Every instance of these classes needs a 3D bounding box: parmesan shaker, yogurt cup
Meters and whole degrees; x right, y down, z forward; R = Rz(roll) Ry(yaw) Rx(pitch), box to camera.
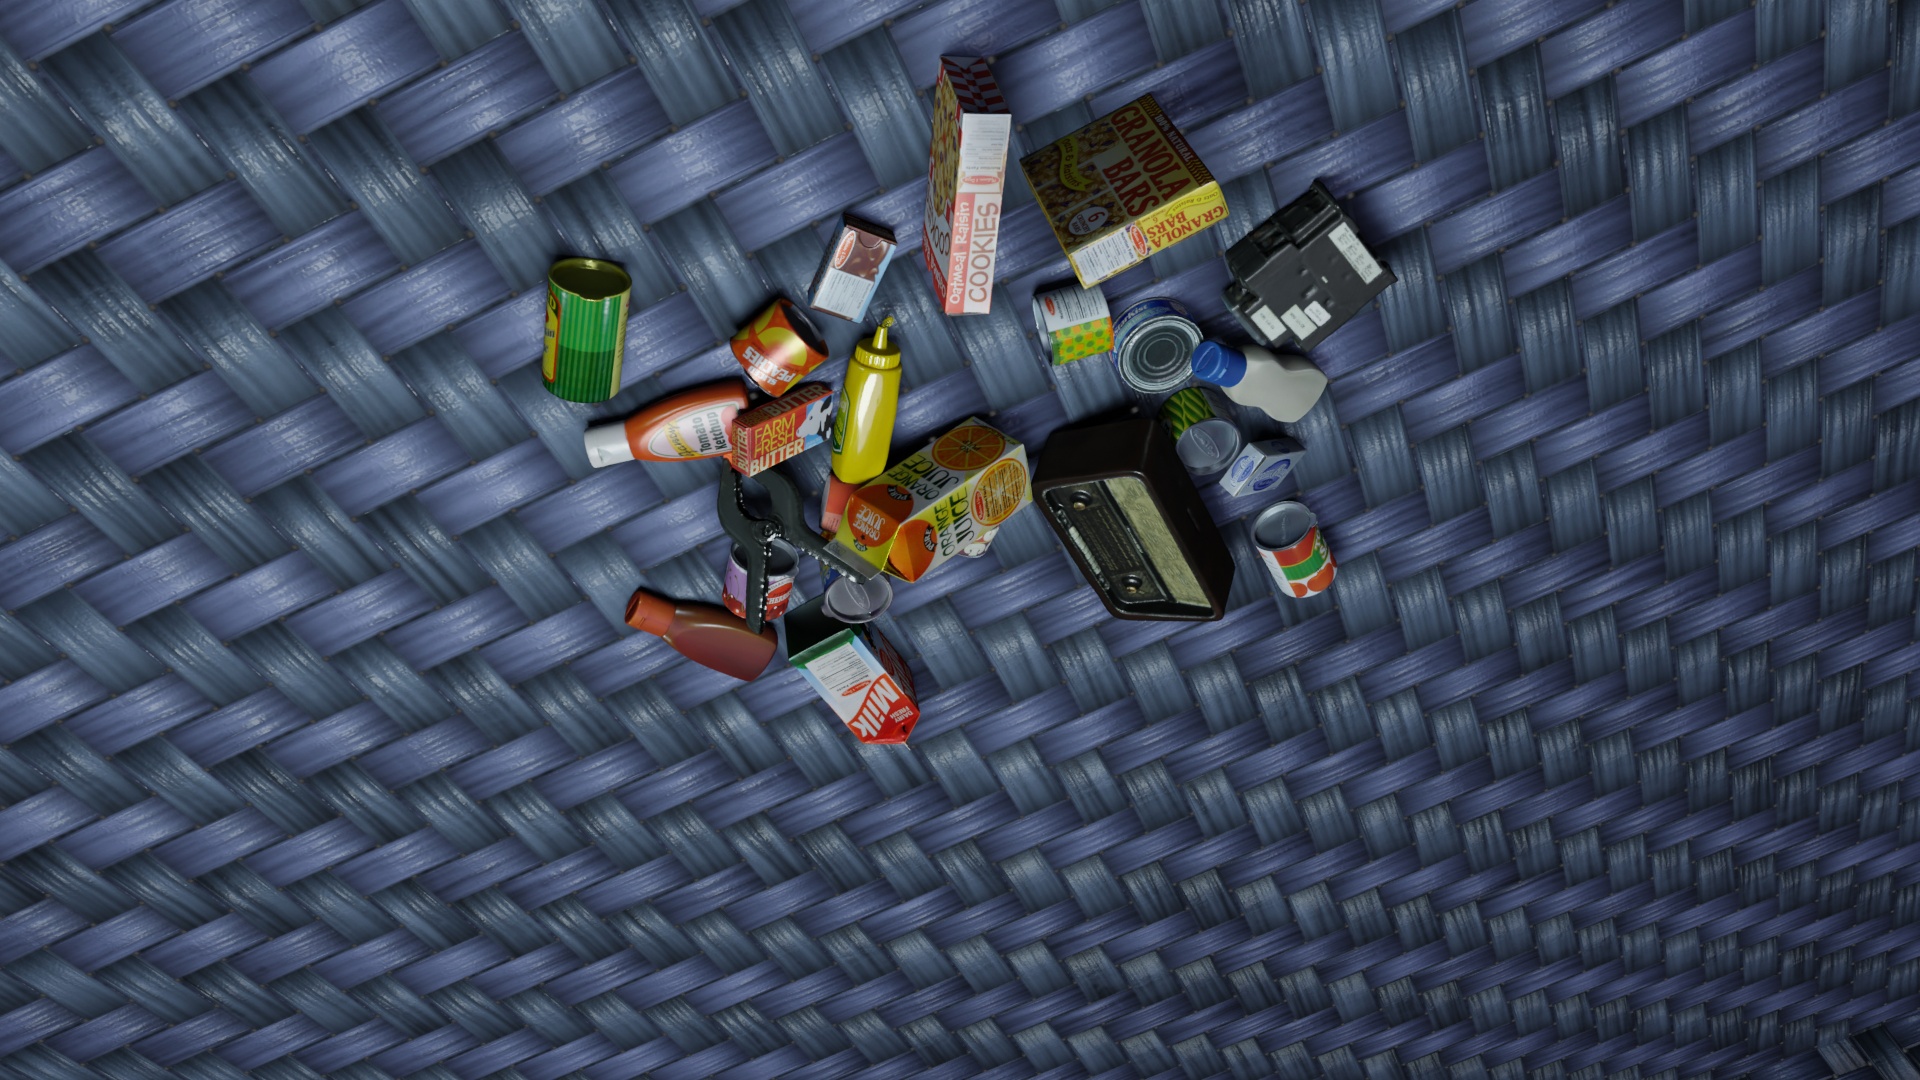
[{"bbox_3d":[-0.311,-0.172,1.151,0.071,0.071,0.102,5,126,-17],"label":"parmesan shaker"},{"bbox_3d":[-0.103,-0.033,1.317,0.054,0.073,0.072,10,125,-11],"label":"yogurt cup"}]

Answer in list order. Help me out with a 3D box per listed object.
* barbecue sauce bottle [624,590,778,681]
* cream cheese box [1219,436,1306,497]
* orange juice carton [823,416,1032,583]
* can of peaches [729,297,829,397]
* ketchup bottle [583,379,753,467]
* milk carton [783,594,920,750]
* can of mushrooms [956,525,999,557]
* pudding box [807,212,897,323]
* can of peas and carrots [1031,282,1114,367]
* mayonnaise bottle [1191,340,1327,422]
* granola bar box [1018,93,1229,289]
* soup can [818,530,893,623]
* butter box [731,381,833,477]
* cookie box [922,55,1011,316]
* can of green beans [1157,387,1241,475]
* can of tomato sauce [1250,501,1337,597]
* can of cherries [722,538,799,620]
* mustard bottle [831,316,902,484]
[{"bbox_3d":[-0.261,0.092,1.389,0.148,0.044,0.064,24,119,-28],"label":"barbecue sauce bottle"},{"bbox_3d":[0.299,-0.073,1.370,0.104,0.024,0.053,-11,141,-54],"label":"cream cheese box"},{"bbox_3d":[-0.030,-0.029,1.269,0.193,0.072,0.072,-34,135,-25],"label":"orange juice carton"},{"bbox_3d":[-0.155,-0.165,1.194,0.058,0.071,0.071,-36,127,14],"label":"can of peaches"},{"bbox_3d":[-0.258,-0.099,1.240,0.149,0.044,0.064,-13,128,-3],"label":"ketchup bottle"},{"bbox_3d":[-0.102,0.142,1.448,0.073,0.073,0.190,-28,127,9],"label":"milk carton"},{"bbox_3d":[0.005,-0.017,1.353,0.071,0.071,0.033,13,123,-22],"label":"can of mushrooms"},{"bbox_3d":[-0.092,-0.231,1.184,0.050,0.030,0.083,16,122,-22],"label":"pudding box"},{"bbox_3d":[0.100,-0.193,1.238,0.059,0.071,0.070,-16,129,-1],"label":"can of peas and carrots"},{"bbox_3d":[0.278,-0.154,1.304,0.148,0.041,0.064,11,124,-39],"label":"mayonnaise bottle"},{"bbox_3d":[0.127,-0.281,1.109,0.124,0.166,0.039,-26,131,8],"label":"granola bar box"},{"bbox_3d":[-0.106,0.030,1.351,0.071,0.084,0.071,-6,128,-8],"label":"soup can"},{"bbox_3d":[-0.158,-0.100,1.239,0.104,0.024,0.052,-30,141,-40],"label":"butter box"},{"bbox_3d":[0.002,-0.282,1.106,0.040,0.123,0.166,-2,128,-11],"label":"cookie box"},{"bbox_3d":[0.230,-0.106,1.341,0.071,0.058,0.071,-7,129,-8],"label":"can of green beans"},{"bbox_3d":[0.352,0.009,1.455,0.071,0.071,0.083,-29,129,10],"label":"can of tomato sauce"},{"bbox_3d":[-0.193,0.037,1.345,0.071,0.072,0.058,6,126,-17],"label":"can of cherries"},{"bbox_3d":[-0.082,-0.130,1.247,0.049,0.065,0.159,3,121,-18],"label":"mustard bottle"}]
